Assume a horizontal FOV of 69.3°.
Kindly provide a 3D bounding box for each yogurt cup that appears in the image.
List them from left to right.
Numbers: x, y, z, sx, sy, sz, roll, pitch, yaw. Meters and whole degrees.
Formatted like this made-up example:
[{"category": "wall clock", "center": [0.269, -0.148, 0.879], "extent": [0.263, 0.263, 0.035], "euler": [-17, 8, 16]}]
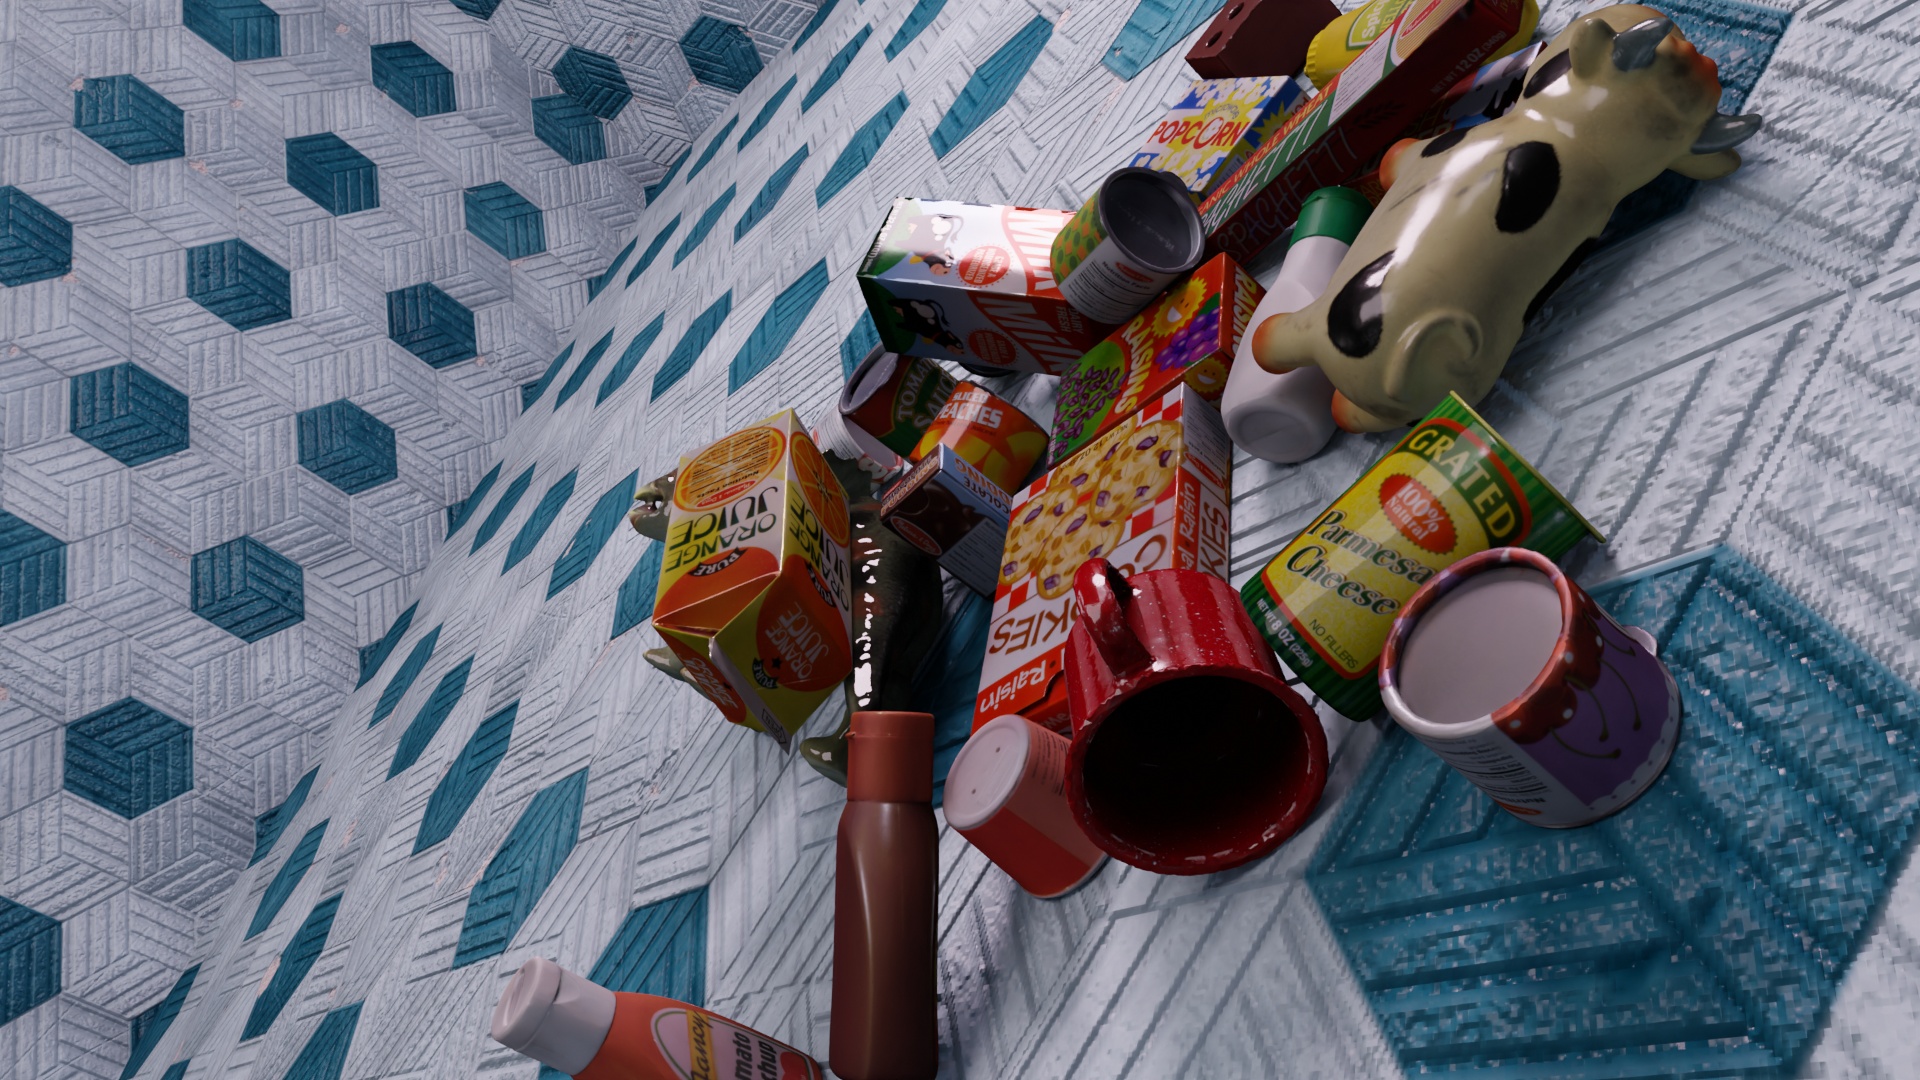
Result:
[{"category": "yogurt cup", "center": [0.029, 0.110, 0.591], "extent": [0.072, 0.054, 0.073], "euler": [-40, 28, 26]}]

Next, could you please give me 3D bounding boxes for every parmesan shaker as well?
[{"category": "parmesan shaker", "center": [0.158, 0.009, 0.485], "extent": [0.103, 0.071, 0.071], "euler": [-46, 25, 17]}]

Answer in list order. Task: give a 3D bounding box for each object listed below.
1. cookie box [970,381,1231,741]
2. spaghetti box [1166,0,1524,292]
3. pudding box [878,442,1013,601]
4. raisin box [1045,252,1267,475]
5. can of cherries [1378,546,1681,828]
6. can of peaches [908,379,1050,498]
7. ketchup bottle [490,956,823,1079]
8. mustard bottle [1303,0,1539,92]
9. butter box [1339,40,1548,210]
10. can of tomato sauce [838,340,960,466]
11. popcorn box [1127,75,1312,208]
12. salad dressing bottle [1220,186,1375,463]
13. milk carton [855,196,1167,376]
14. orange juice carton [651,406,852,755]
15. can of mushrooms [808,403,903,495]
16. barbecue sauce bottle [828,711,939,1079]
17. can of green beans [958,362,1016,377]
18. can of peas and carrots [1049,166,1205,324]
[{"category": "cookie box", "center": [0.069, 0.017, 0.663], "extent": [0.122, 0.040, 0.168], "euler": [-33, 31, 37]}, {"category": "spaghetti box", "center": [0.183, -0.201, 0.705], "extent": [0.249, 0.028, 0.050], "euler": [-39, 25, 56]}, {"category": "pudding box", "center": [0.003, -0.010, 0.764], "extent": [0.049, 0.083, 0.030], "euler": [-41, 26, 26]}, {"category": "raisin box", "center": [0.105, -0.084, 0.737], "extent": [0.123, 0.040, 0.086], "euler": [-35, 29, 37]}, {"category": "can of cherries", "center": [0.172, 0.042, 0.421], "extent": [0.071, 0.058, 0.072], "euler": [-41, 27, 26]}, {"category": "can of peaches", "center": [0.010, -0.055, 0.829], "extent": [0.058, 0.071, 0.071], "euler": [-56, 24, -3]}, {"category": "ketchup bottle", "center": [-0.129, 0.228, 0.600], "extent": [0.043, 0.148, 0.065], "euler": [-46, 25, 20]}, {"category": "mustard bottle", "center": [0.229, -0.261, 0.740], "extent": [0.065, 0.048, 0.160], "euler": [-55, 24, -7]}, {"category": "butter box", "center": [0.236, -0.197, 0.671], "extent": [0.103, 0.024, 0.053], "euler": [-8, 50, 58]}, {"category": "can of tomato sauce", "center": [-0.028, -0.088, 0.926], "extent": [0.071, 0.083, 0.071], "euler": [-41, 27, 26]}, {"category": "popcorn box", "center": [0.157, -0.239, 0.853], "extent": [0.085, 0.038, 0.127], "euler": [-52, 24, 2]}, {"category": "salad dressing bottle", "center": [0.164, -0.106, 0.655], "extent": [0.064, 0.044, 0.148], "euler": [-25, 35, 52]}, {"category": "milk carton", "center": [0.042, -0.151, 0.840], "extent": [0.190, 0.073, 0.072], "euler": [10, 60, 22]}, {"category": "orange juice carton", "center": [-0.103, 0.020, 0.708], "extent": [0.073, 0.071, 0.194], "euler": [-22, 35, 11]}, {"category": "can of mushrooms", "center": [-0.074, -0.066, 1.004], "extent": [0.033, 0.071, 0.071], "euler": [-40, 27, 24]}, {"category": "barbecue sauce bottle", "center": [-0.031, 0.147, 0.585], "extent": [0.064, 0.044, 0.148], "euler": [149, 123, -71]}, {"category": "can of green beans", "center": [0.017, -0.151, 0.951], "extent": [0.071, 0.071, 0.058], "euler": [-49, 24, 9]}, {"category": "can of peas and carrots", "center": [0.091, -0.162, 0.759], "extent": [0.058, 0.071, 0.071], "euler": [-40, 24, 56]}]
